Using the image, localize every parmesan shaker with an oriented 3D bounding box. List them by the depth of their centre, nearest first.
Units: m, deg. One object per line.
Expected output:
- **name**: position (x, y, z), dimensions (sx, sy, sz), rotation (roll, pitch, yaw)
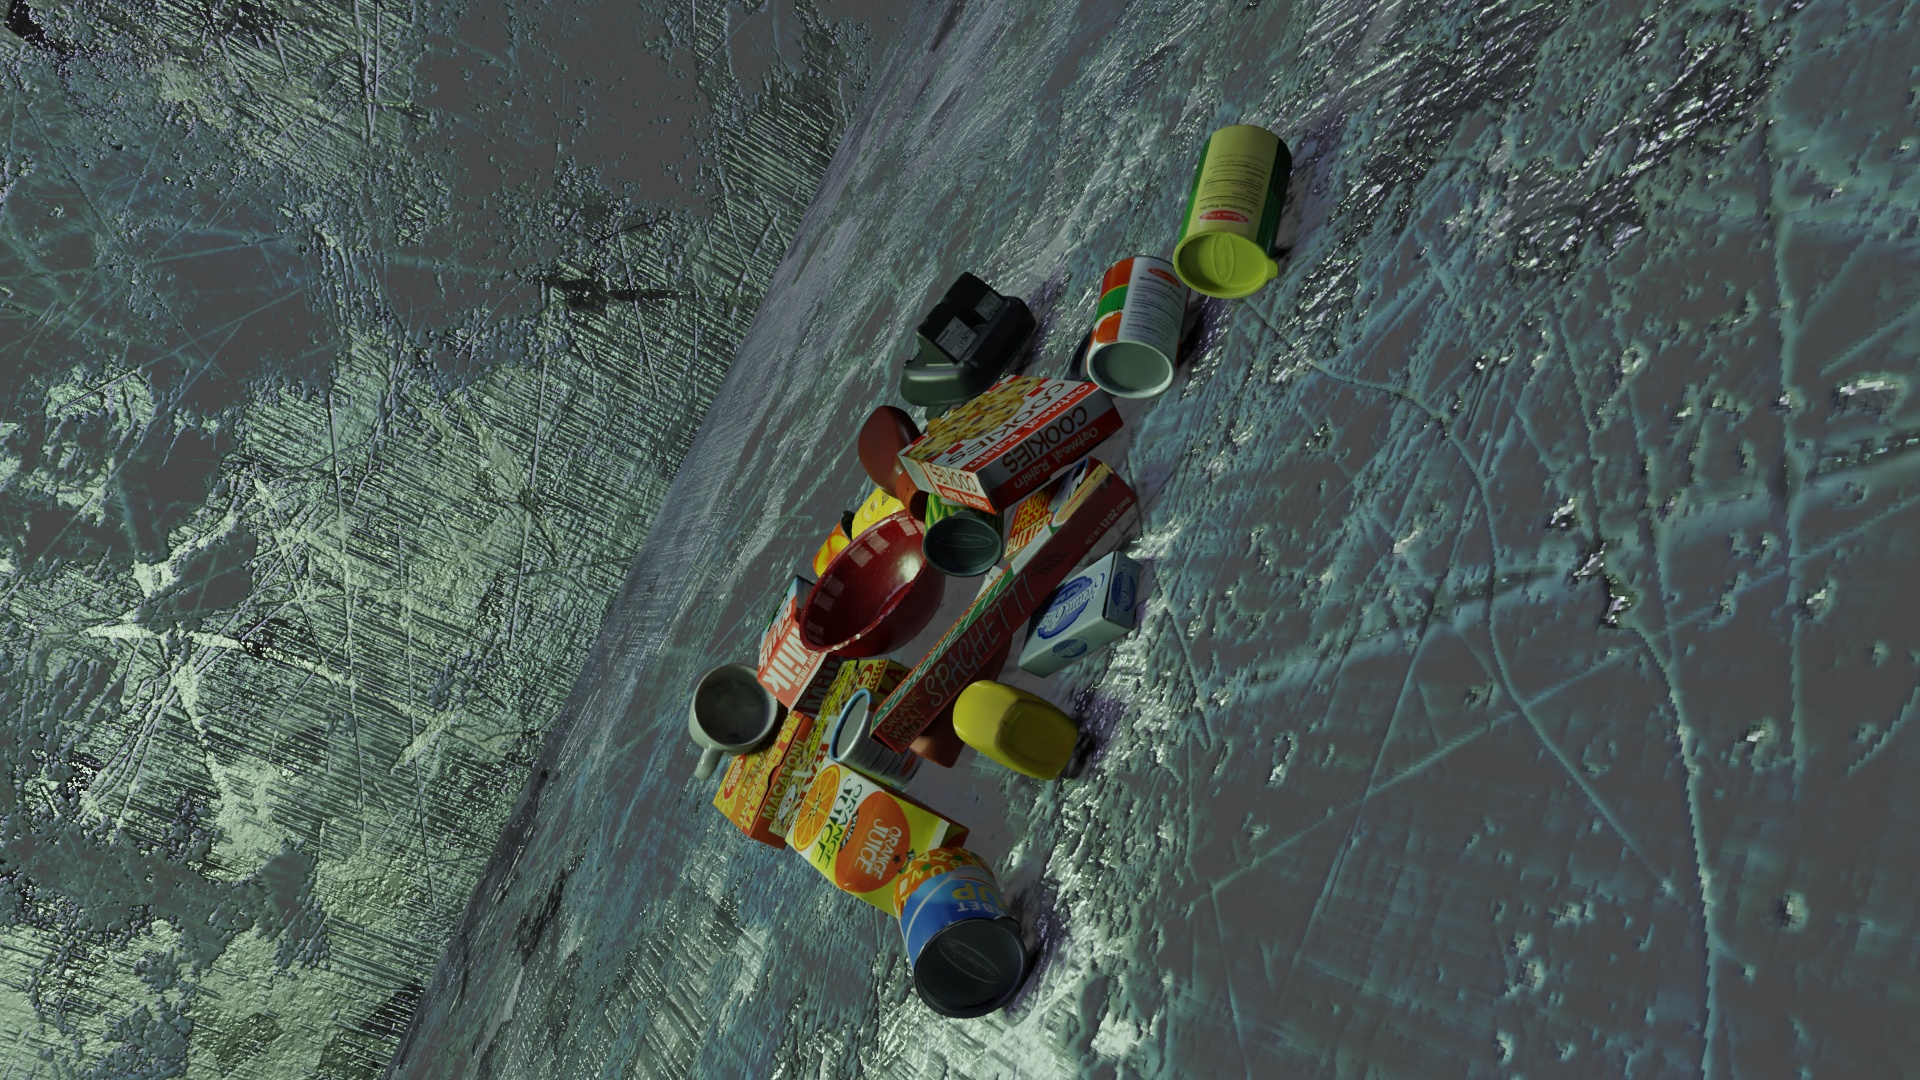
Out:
- **parmesan shaker**: position (0.192, -0.227, 0.960), dimensions (0.071, 0.071, 0.103), rotation (-34, 33, 55)

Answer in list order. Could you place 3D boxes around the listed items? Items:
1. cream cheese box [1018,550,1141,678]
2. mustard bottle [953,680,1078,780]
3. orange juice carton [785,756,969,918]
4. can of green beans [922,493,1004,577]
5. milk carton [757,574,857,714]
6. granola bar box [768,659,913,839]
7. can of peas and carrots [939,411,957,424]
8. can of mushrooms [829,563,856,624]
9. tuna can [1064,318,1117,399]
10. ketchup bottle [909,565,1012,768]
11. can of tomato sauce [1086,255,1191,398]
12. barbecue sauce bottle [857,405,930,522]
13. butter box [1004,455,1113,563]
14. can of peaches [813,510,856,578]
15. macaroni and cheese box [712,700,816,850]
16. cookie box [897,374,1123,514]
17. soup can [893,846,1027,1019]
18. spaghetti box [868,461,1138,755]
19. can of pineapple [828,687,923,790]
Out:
- **cream cheese box**: position (0.079, 0.050, 0.929), dimensions (0.103, 0.024, 0.053), rotation (-37, 31, 51)
- **mustard bottle**: position (0.026, 0.119, 0.917), dimensions (0.049, 0.065, 0.160), rotation (-63, 14, -6)
- **orange juice carton**: position (-0.055, 0.213, 0.981), dimensions (0.072, 0.073, 0.192), rotation (-65, 20, -9)
- **can of green beans**: position (0.004, -0.013, 1.148), dimensions (0.071, 0.071, 0.058), rotation (-49, 22, 34)
- **milk carton**: position (-0.146, 0.104, 1.335), dimensions (0.072, 0.073, 0.191), rotation (-59, 13, 9)
- **granola bar box**: position (-0.101, 0.183, 1.189), dimensions (0.124, 0.039, 0.166), rotation (-15, 50, 65)
- **can of peas and carrots**: position (0.011, -0.074, 1.217), dimensions (0.071, 0.071, 0.059), rotation (-59, 19, 11)
- **can of mushrooms**: position (-0.096, 0.055, 1.305), dimensions (0.033, 0.071, 0.071), rotation (-32, 36, 59)
- **tuna can**: position (0.114, -0.143, 1.089), dimensions (0.070, 0.033, 0.071), rotation (-51, 22, 30)
- **ketchup bottle**: position (0.006, 0.092, 1.032), dimensions (0.149, 0.043, 0.065), rotation (-63, 21, -2)
- **can of tomato sauce**: position (0.130, -0.154, 1.016), dimensions (0.071, 0.071, 0.083), rotation (-37, 31, 51)
- **barbecue sauce bottle**: position (-0.051, -0.066, 1.242), dimensions (0.064, 0.044, 0.149), rotation (-66, 28, 20)
- **butter box**: position (0.073, -0.019, 1.041), dimensions (0.103, 0.024, 0.053), rotation (-35, 33, 53)
- **can of peaches**: position (-0.108, 0.014, 1.393), dimensions (0.057, 0.071, 0.071), rotation (-54, 20, 25)
- **macaroni and cheese box**: position (-0.184, 0.222, 1.351), dimensions (0.124, 0.040, 0.166), rotation (-66, 19, -9)
- **cookie box**: position (0.036, -0.079, 1.090), dimensions (0.123, 0.040, 0.167), rotation (-35, 20, -14)
- **soup can**: position (0.000, 0.229, 0.827), dimensions (0.071, 0.071, 0.084), rotation (-59, 19, 10)
- **spaghetti box**: position (0.028, 0.048, 0.969), dimensions (0.249, 0.028, 0.050), rotation (-48, 8, 7)
- **can of pineapple**: position (-0.065, 0.157, 1.104), dimensions (0.070, 0.058, 0.071), rotation (-51, 22, 30)
